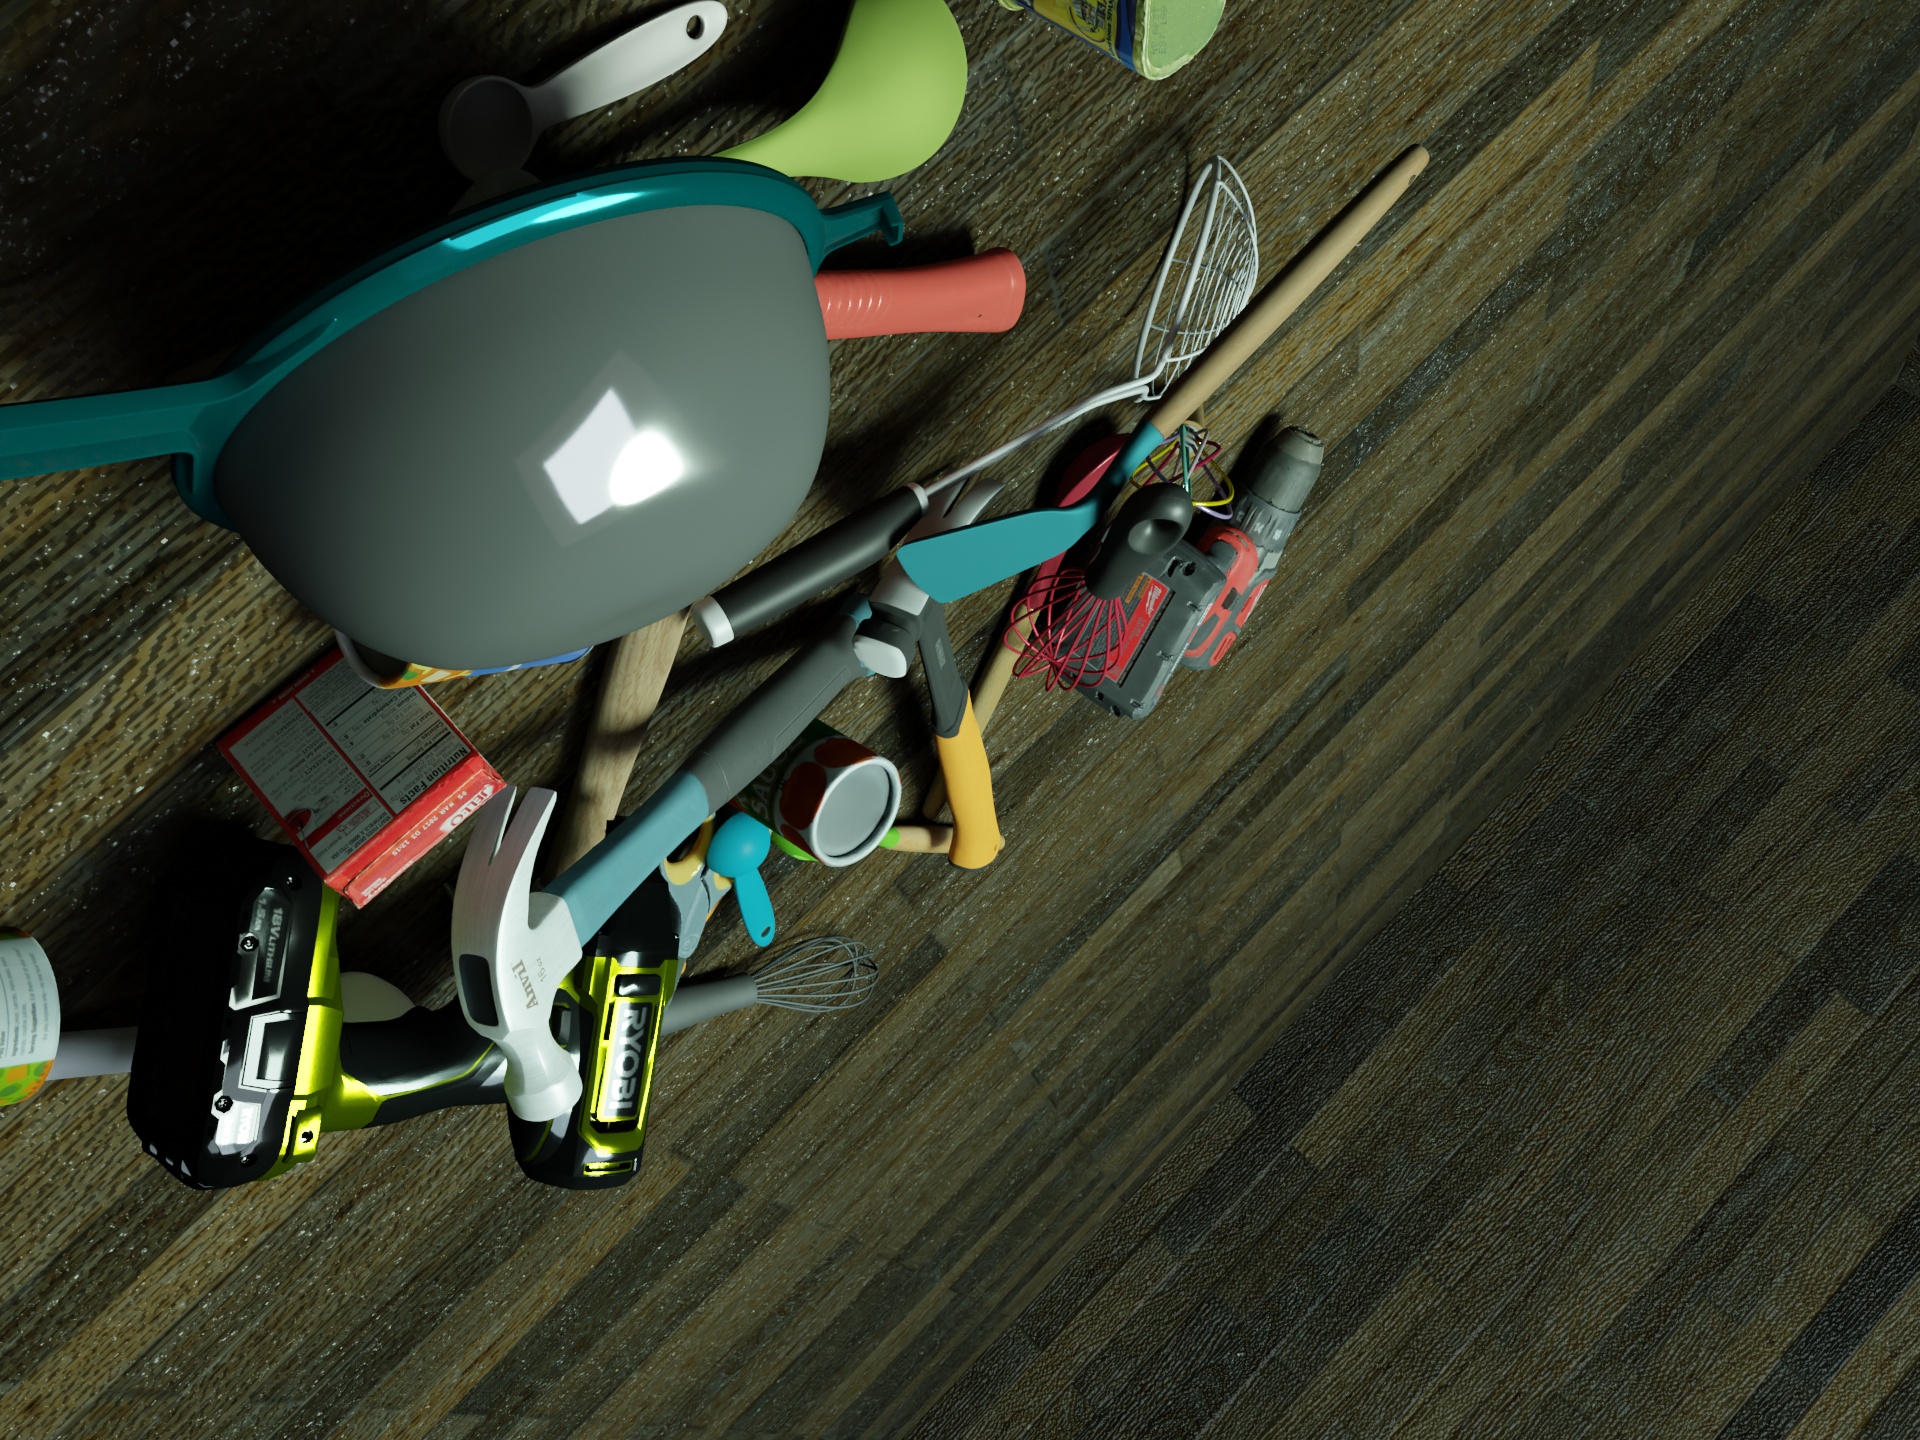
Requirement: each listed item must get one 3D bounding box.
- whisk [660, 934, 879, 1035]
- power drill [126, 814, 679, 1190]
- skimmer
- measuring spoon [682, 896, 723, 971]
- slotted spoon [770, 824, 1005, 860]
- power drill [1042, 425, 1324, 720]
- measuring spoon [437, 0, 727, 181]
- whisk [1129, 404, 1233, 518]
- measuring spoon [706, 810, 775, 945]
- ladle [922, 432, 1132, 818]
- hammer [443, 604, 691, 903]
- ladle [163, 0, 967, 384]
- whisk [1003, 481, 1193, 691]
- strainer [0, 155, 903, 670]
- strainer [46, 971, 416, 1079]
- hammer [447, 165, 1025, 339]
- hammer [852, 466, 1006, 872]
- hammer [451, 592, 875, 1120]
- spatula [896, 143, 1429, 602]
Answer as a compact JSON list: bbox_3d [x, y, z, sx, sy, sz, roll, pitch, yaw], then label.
[{"bbox_3d":[-0.140,0.179,1.035,0.239,0.055,0.055,-5,131,-49],"label":"whisk"},{"bbox_3d":[-0.226,0.119,0.695,0.223,0.080,0.171,12,85,-48],"label":"power drill"},{"bbox_3d":[0.010,-0.159,0.784,0.363,0.090,0.127,-33,170,-19],"label":"skimmer"},{"bbox_3d":[-0.151,0.114,0.967,0.117,0.011,0.021,-56,153,16],"label":"measuring spoon"},{"bbox_3d":[-0.034,0.079,1.076,0.070,0.031,0.313,-17,168,22],"label":"slotted spoon"},{"bbox_3d":[0.162,-0.104,1.064,0.226,0.080,0.187,-26,148,-58],"label":"power drill"},{"bbox_3d":[-0.129,-0.221,0.544,0.124,0.018,0.034,-41,146,-30],"label":"measuring spoon"},{"bbox_3d":[0.122,-0.154,0.882,0.047,0.051,0.245,-17,-162,14],"label":"whisk"},{"bbox_3d":[-0.118,0.100,0.931,0.042,0.021,0.128,-43,149,-26],"label":"measuring spoon"},{"bbox_3d":[0.036,-0.054,1.015,0.069,0.031,0.315,-23,147,-50],"label":"ladle"},{"bbox_3d":[-0.163,-0.006,0.762,0.130,0.031,0.331,-17,140,-48],"label":"hammer"},{"bbox_3d":[-0.129,-0.187,0.568,0.320,0.062,0.078,-30,150,-20],"label":"ladle"},{"bbox_3d":[0.075,-0.071,0.858,0.073,0.073,0.295,-42,176,-14],"label":"whisk"},{"bbox_3d":[-0.154,-0.057,0.444,0.211,0.095,0.340,-29,178,38],"label":"strainer"},{"bbox_3d":[-0.326,0.138,0.695,0.087,0.050,0.258,-12,169,34],"label":"strainer"},{"bbox_3d":[-0.087,-0.156,0.626,0.149,0.037,0.359,-29,177,36],"label":"hammer"},{"bbox_3d":[-0.002,-0.003,0.960,0.336,0.034,0.127,79,34,-59],"label":"hammer"},{"bbox_3d":[-0.120,0.029,0.749,0.331,0.033,0.128,-50,136,-50],"label":"hammer"},{"bbox_3d":[0.103,-0.166,0.766,0.317,0.044,0.082,-45,158,1],"label":"spatula"}]
